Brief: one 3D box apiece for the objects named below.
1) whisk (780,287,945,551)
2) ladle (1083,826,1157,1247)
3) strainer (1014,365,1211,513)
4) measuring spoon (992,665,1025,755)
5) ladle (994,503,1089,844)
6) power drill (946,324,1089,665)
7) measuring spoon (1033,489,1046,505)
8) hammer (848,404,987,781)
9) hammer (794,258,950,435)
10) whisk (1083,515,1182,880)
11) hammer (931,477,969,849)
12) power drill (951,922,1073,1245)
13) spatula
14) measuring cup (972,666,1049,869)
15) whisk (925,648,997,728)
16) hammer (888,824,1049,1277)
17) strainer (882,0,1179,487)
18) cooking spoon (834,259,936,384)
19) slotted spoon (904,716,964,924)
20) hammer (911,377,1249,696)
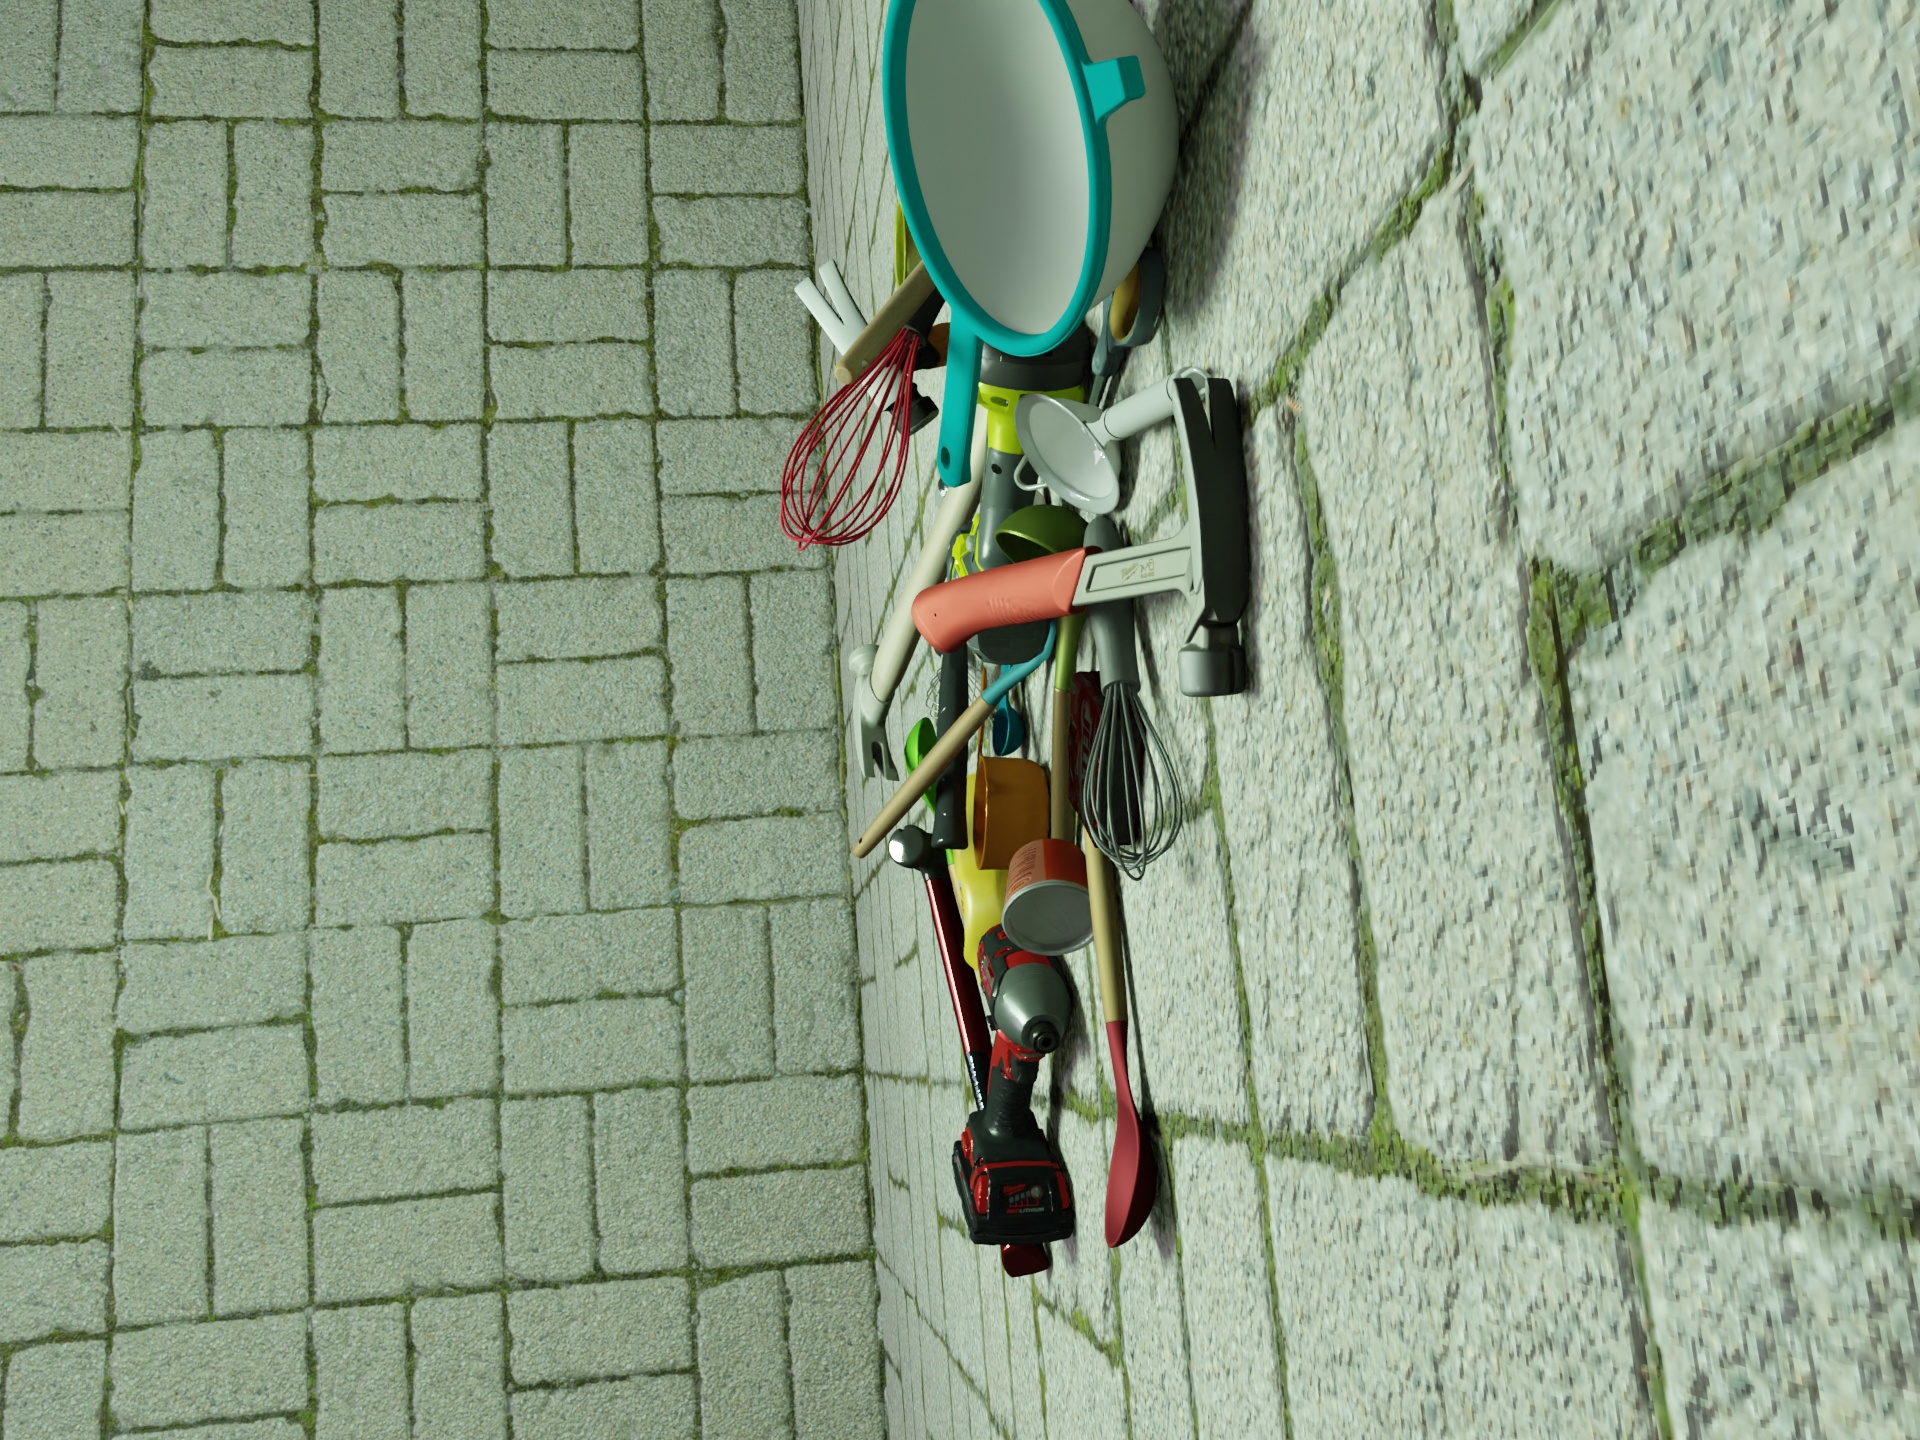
[{"bbox_3d":[-0.040,-0.231,1.018,0.073,0.073,0.296,111,-179,-70],"label":"whisk"},{"bbox_3d":[0.094,0.164,0.996,0.069,0.031,0.316,116,152,-67],"label":"ladle"},{"bbox_3d":[0.087,-0.165,0.889,0.087,0.050,0.258,51,168,-9],"label":"strainer"},{"bbox_3d":[0.046,-0.034,1.299,0.042,0.021,0.128,177,99,-73],"label":"measuring spoon"},{"bbox_3d":[0.062,0.004,1.066,0.078,0.062,0.320,25,130,38],"label":"ladle"},{"bbox_3d":[0.028,-0.173,1.098,0.171,0.080,0.223,-107,19,-60],"label":"power drill"},{"bbox_3d":[0.056,-0.199,1.181,0.034,0.018,0.124,149,125,-71],"label":"measuring spoon"},{"bbox_3d":[-0.016,-0.128,1.273,0.410,0.038,0.146,115,155,-43],"label":"hammer"},{"bbox_3d":[-0.031,-0.291,1.221,0.127,0.034,0.337,54,-161,-5],"label":"hammer"},{"bbox_3d":[0.089,-0.020,0.905,0.055,0.055,0.239,102,167,-58],"label":"whisk"},{"bbox_3d":[-0.002,-0.078,1.342,0.149,0.036,0.409,107,167,-60],"label":"hammer"},{"bbox_3d":[0.045,0.278,1.203,0.143,0.078,0.219,-117,29,-69],"label":"power drill"},{"bbox_3d":[-0.002,-0.004,1.218,0.317,0.044,0.082,-51,30,27],"label":"spatula"},{"bbox_3d":[0.040,0.035,1.241,0.095,0.052,0.174,102,171,-60],"label":"measuring cup"},{"bbox_3d":[-0.005,-0.047,1.497,0.285,0.070,0.070,-103,12,-71],"label":"whisk"},{"bbox_3d":[0.021,0.284,1.389,0.143,0.038,0.387,33,-141,-59],"label":"hammer"},{"bbox_3d":[0.042,-0.264,0.870,0.211,0.095,0.340,55,155,29],"label":"strainer"},{"bbox_3d":[-0.002,-0.300,0.997,0.319,0.017,0.068,-59,-32,-39],"label":"cooking spoon"},{"bbox_3d":[0.003,0.150,1.390,0.070,0.031,0.314,16,-124,-74],"label":"slotted spoon"},{"bbox_3d":[0.052,-0.085,0.896,0.359,0.036,0.149,179,87,-67],"label":"hammer"}]
